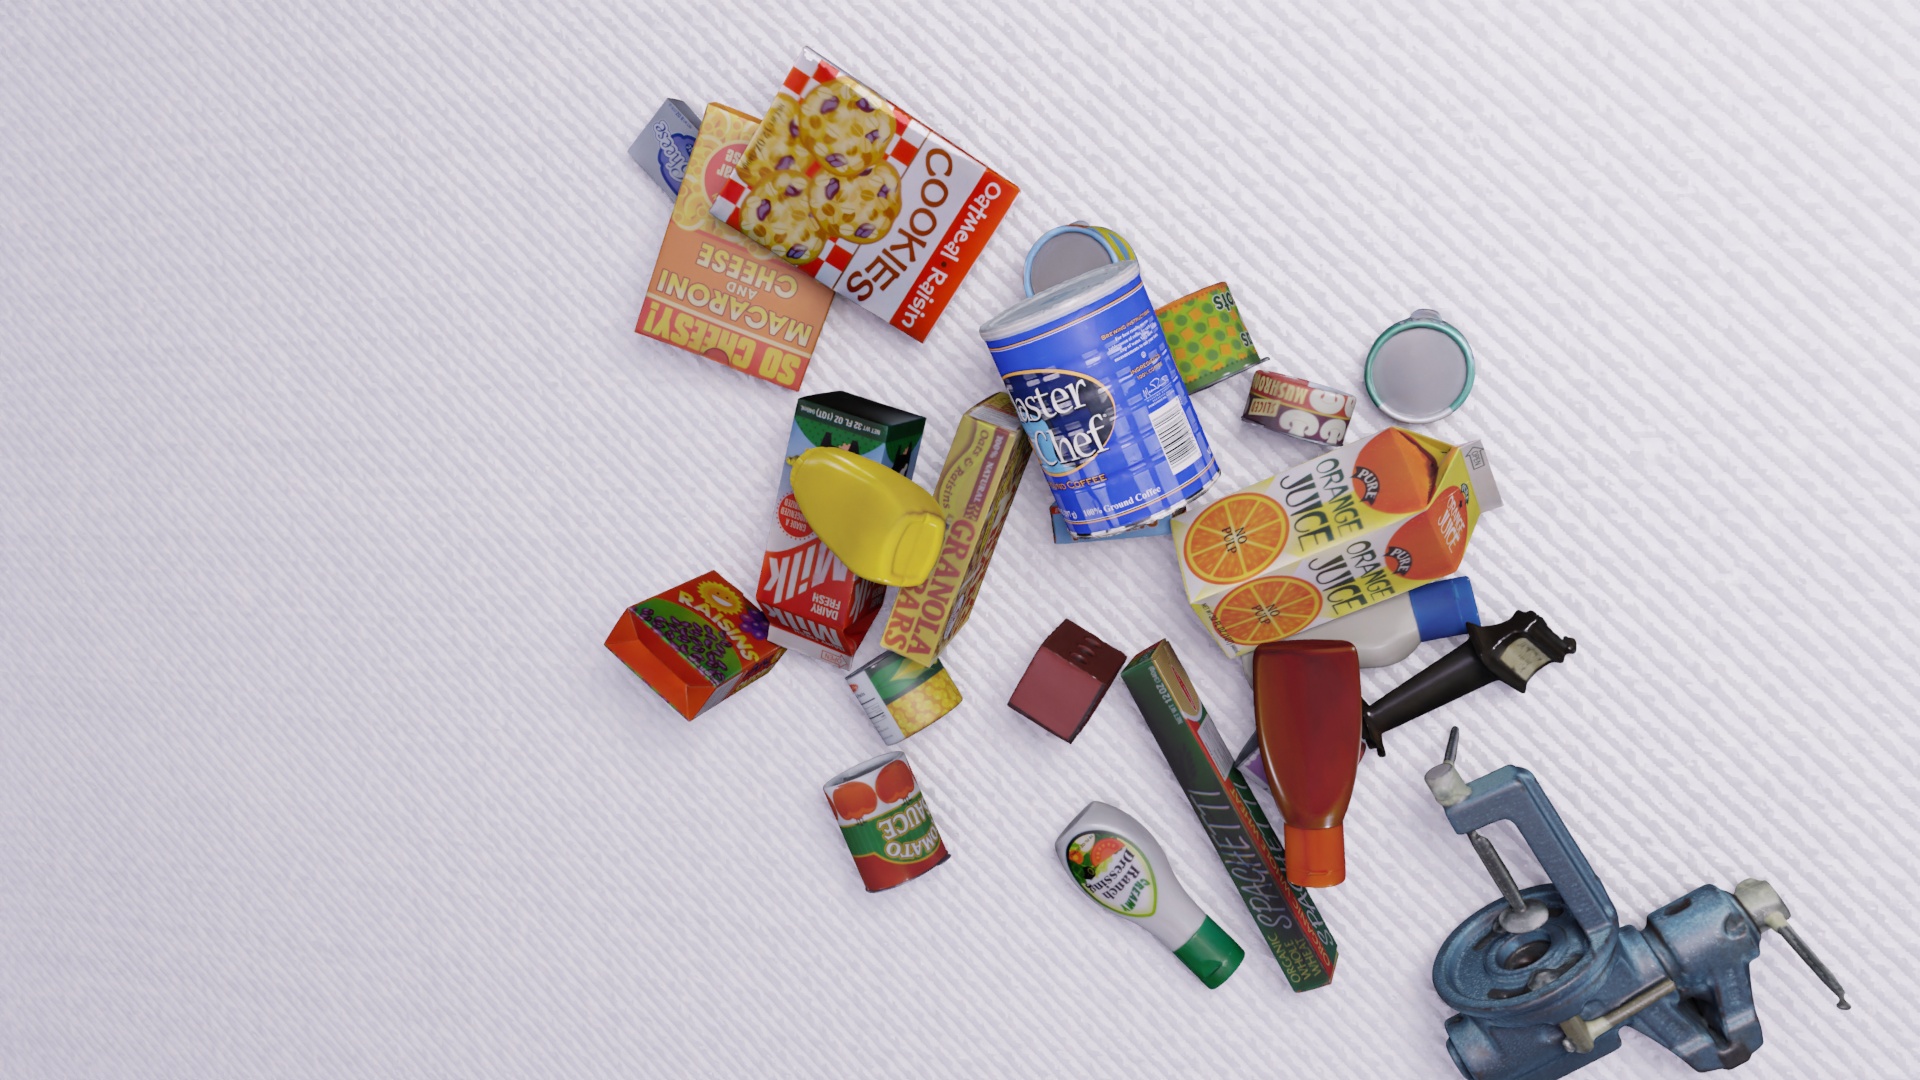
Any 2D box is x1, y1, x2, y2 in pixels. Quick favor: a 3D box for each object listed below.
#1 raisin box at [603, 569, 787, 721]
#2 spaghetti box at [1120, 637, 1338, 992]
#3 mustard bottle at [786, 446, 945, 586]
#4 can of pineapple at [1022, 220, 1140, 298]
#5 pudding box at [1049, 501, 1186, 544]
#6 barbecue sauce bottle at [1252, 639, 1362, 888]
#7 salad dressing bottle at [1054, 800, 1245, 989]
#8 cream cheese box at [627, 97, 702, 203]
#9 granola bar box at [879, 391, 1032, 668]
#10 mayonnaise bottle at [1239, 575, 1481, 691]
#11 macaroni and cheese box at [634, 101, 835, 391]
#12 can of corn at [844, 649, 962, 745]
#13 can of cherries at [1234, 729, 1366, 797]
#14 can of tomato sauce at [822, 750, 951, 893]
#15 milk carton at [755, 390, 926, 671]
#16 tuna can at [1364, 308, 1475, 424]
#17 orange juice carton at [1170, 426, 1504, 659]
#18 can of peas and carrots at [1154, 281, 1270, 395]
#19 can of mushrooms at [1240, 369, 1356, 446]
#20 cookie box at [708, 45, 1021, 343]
[{"bbox_3d":[-0.187,0.073,1.010,0.086,0.124,0.040,40,111,8],"label":"raisin box"},{"bbox_3d":[0.184,0.186,0.944,0.028,0.050,0.250,-29,90,23],"label":"spaghetti box"},{"bbox_3d":[-0.070,-0.026,0.890,0.160,0.049,0.065,38,112,48],"label":"mustard bottle"},{"bbox_3d":[0.078,-0.175,0.910,0.071,0.058,0.071,4,101,19],"label":"can of pineapple"},{"bbox_3d":[0.107,-0.019,0.933,0.083,0.050,0.030,-6,100,20],"label":"pudding box"},{"bbox_3d":[0.216,0.137,0.858,0.065,0.044,0.148,-3,94,10],"label":"barbecue sauce bottle"},{"bbox_3d":[0.134,0.249,0.975,0.148,0.044,0.064,43,109,7],"label":"salad dressing bottle"},{"bbox_3d":[-0.187,-0.263,1.003,0.104,0.024,0.053,47,111,6],"label":"cream cheese box"},{"bbox_3d":[0.003,-0.012,0.929,0.039,0.124,0.165,22,106,7],"label":"granola bar box"},{"bbox_3d":[0.255,0.056,0.893,0.148,0.041,0.065,-13,53,18],"label":"mayonnaise bottle"},{"bbox_3d":[-0.142,-0.203,0.969,0.124,0.040,0.166,20,107,-8],"label":"macaroni and cheese box"},{"bbox_3d":[-0.038,0.105,0.998,0.071,0.071,0.058,-31,90,21],"label":"can of corn"},{"bbox_3d":[0.224,0.139,0.912,0.058,0.072,0.071,39,109,8],"label":"can of cherries"},{"bbox_3d":[-0.054,0.205,1.019,0.071,0.071,0.083,-23,91,21],"label":"can of tomato sauce"},{"bbox_3d":[-0.089,-0.004,0.990,0.072,0.073,0.190,19,106,16],"label":"milk carton"},{"bbox_3d":[0.286,-0.108,0.865,0.071,0.033,0.071,4,101,18],"label":"tuna can"},{"bbox_3d":[0.236,-0.004,0.862,0.192,0.073,0.071,-24,135,18],"label":"orange juice carton"},{"bbox_3d":[0.153,-0.127,0.889,0.071,0.071,0.058,-24,91,21],"label":"can of peas and carrots"},{"bbox_3d":[0.212,-0.084,0.875,0.071,0.071,0.033,19,104,15],"label":"can of mushrooms"},{"bbox_3d":[-0.062,-0.227,0.922,0.167,0.040,0.122,30,105,-14],"label":"cookie box"}]
